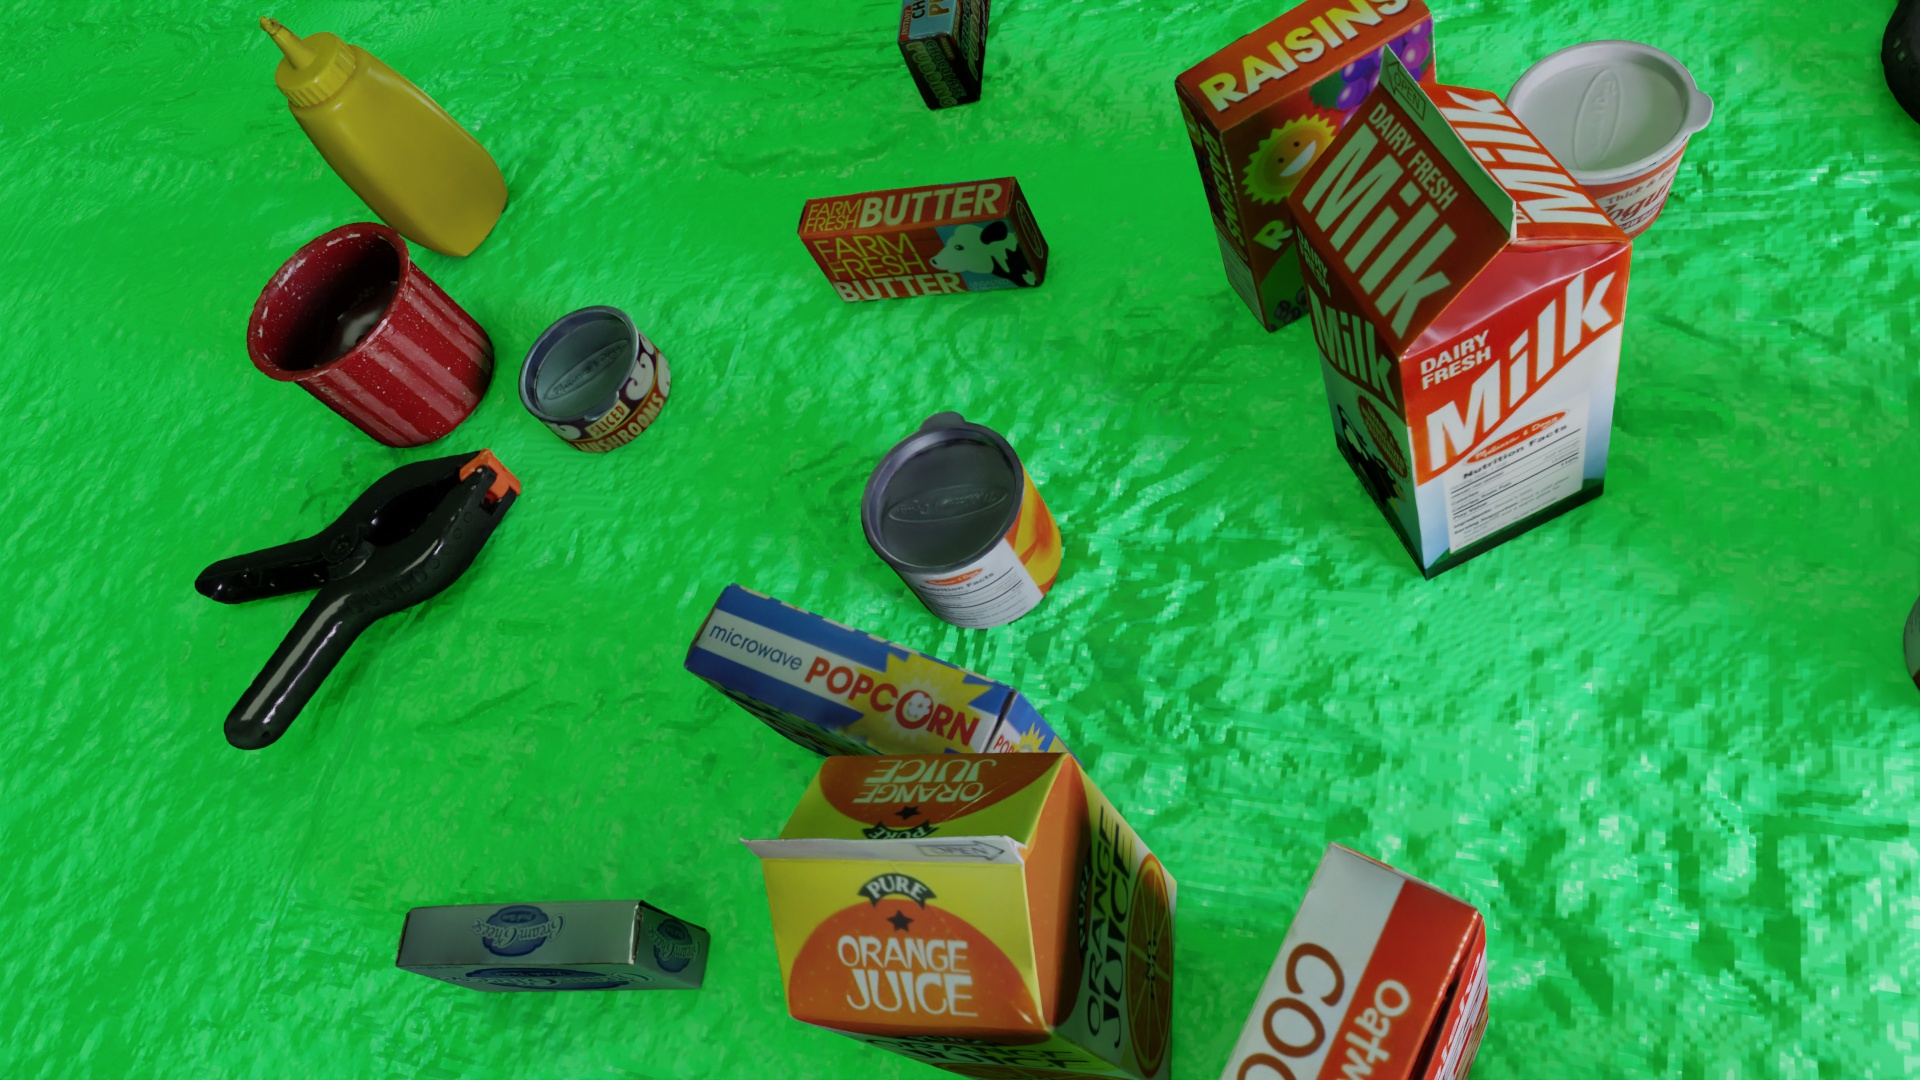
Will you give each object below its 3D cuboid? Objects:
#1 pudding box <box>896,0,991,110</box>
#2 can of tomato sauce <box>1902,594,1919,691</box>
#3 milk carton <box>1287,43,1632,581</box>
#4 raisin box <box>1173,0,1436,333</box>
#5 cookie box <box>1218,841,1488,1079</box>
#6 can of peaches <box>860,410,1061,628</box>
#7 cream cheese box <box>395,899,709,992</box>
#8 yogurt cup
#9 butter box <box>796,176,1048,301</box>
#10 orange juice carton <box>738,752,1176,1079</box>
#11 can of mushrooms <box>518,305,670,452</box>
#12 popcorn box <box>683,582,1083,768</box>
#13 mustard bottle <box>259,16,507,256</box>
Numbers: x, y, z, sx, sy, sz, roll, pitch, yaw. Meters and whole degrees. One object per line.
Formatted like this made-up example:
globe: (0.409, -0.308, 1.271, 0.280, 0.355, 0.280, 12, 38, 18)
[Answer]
pudding box: (-0.007, -0.267, 0.701, 0.030, 0.049, 0.084, -4, 62, 19)
can of tomato sauce: (0.322, 0.020, 0.400, 0.071, 0.083, 0.071, -9, 61, 17)
milk carton: (0.159, -0.069, 0.446, 0.073, 0.190, 0.072, -27, 57, 6)
raisin box: (0.139, -0.147, 0.536, 0.086, 0.123, 0.040, -29, 57, 5)
cookie box: (0.097, 0.161, 0.361, 0.040, 0.167, 0.123, 21, 73, 29)
can of peaches: (0.002, -0.007, 0.553, 0.071, 0.058, 0.071, -9, 61, 17)
cream cheese box: (-0.154, 0.155, 0.529, 0.104, 0.053, 0.024, -7, 62, 18)
yogurt cup: (0.246, -0.150, 0.538, 0.072, 0.053, 0.073, -9, 61, 17)
butter box: (-0.017, -0.136, 0.632, 0.103, 0.053, 0.024, -1, 64, 21)
orange juice carton: (0.009, 0.112, 0.406, 0.072, 0.192, 0.073, -3, 63, 20)
can of mushrooms: (-0.176, -0.076, 0.673, 0.071, 0.033, 0.071, -9, 61, 17)
popcorn box: (-0.028, 0.064, 0.510, 0.127, 0.085, 0.038, 18, 71, 28)
mustard bottle: (-0.304, -0.215, 0.721, 0.049, 0.159, 0.065, 18, 71, 28)
